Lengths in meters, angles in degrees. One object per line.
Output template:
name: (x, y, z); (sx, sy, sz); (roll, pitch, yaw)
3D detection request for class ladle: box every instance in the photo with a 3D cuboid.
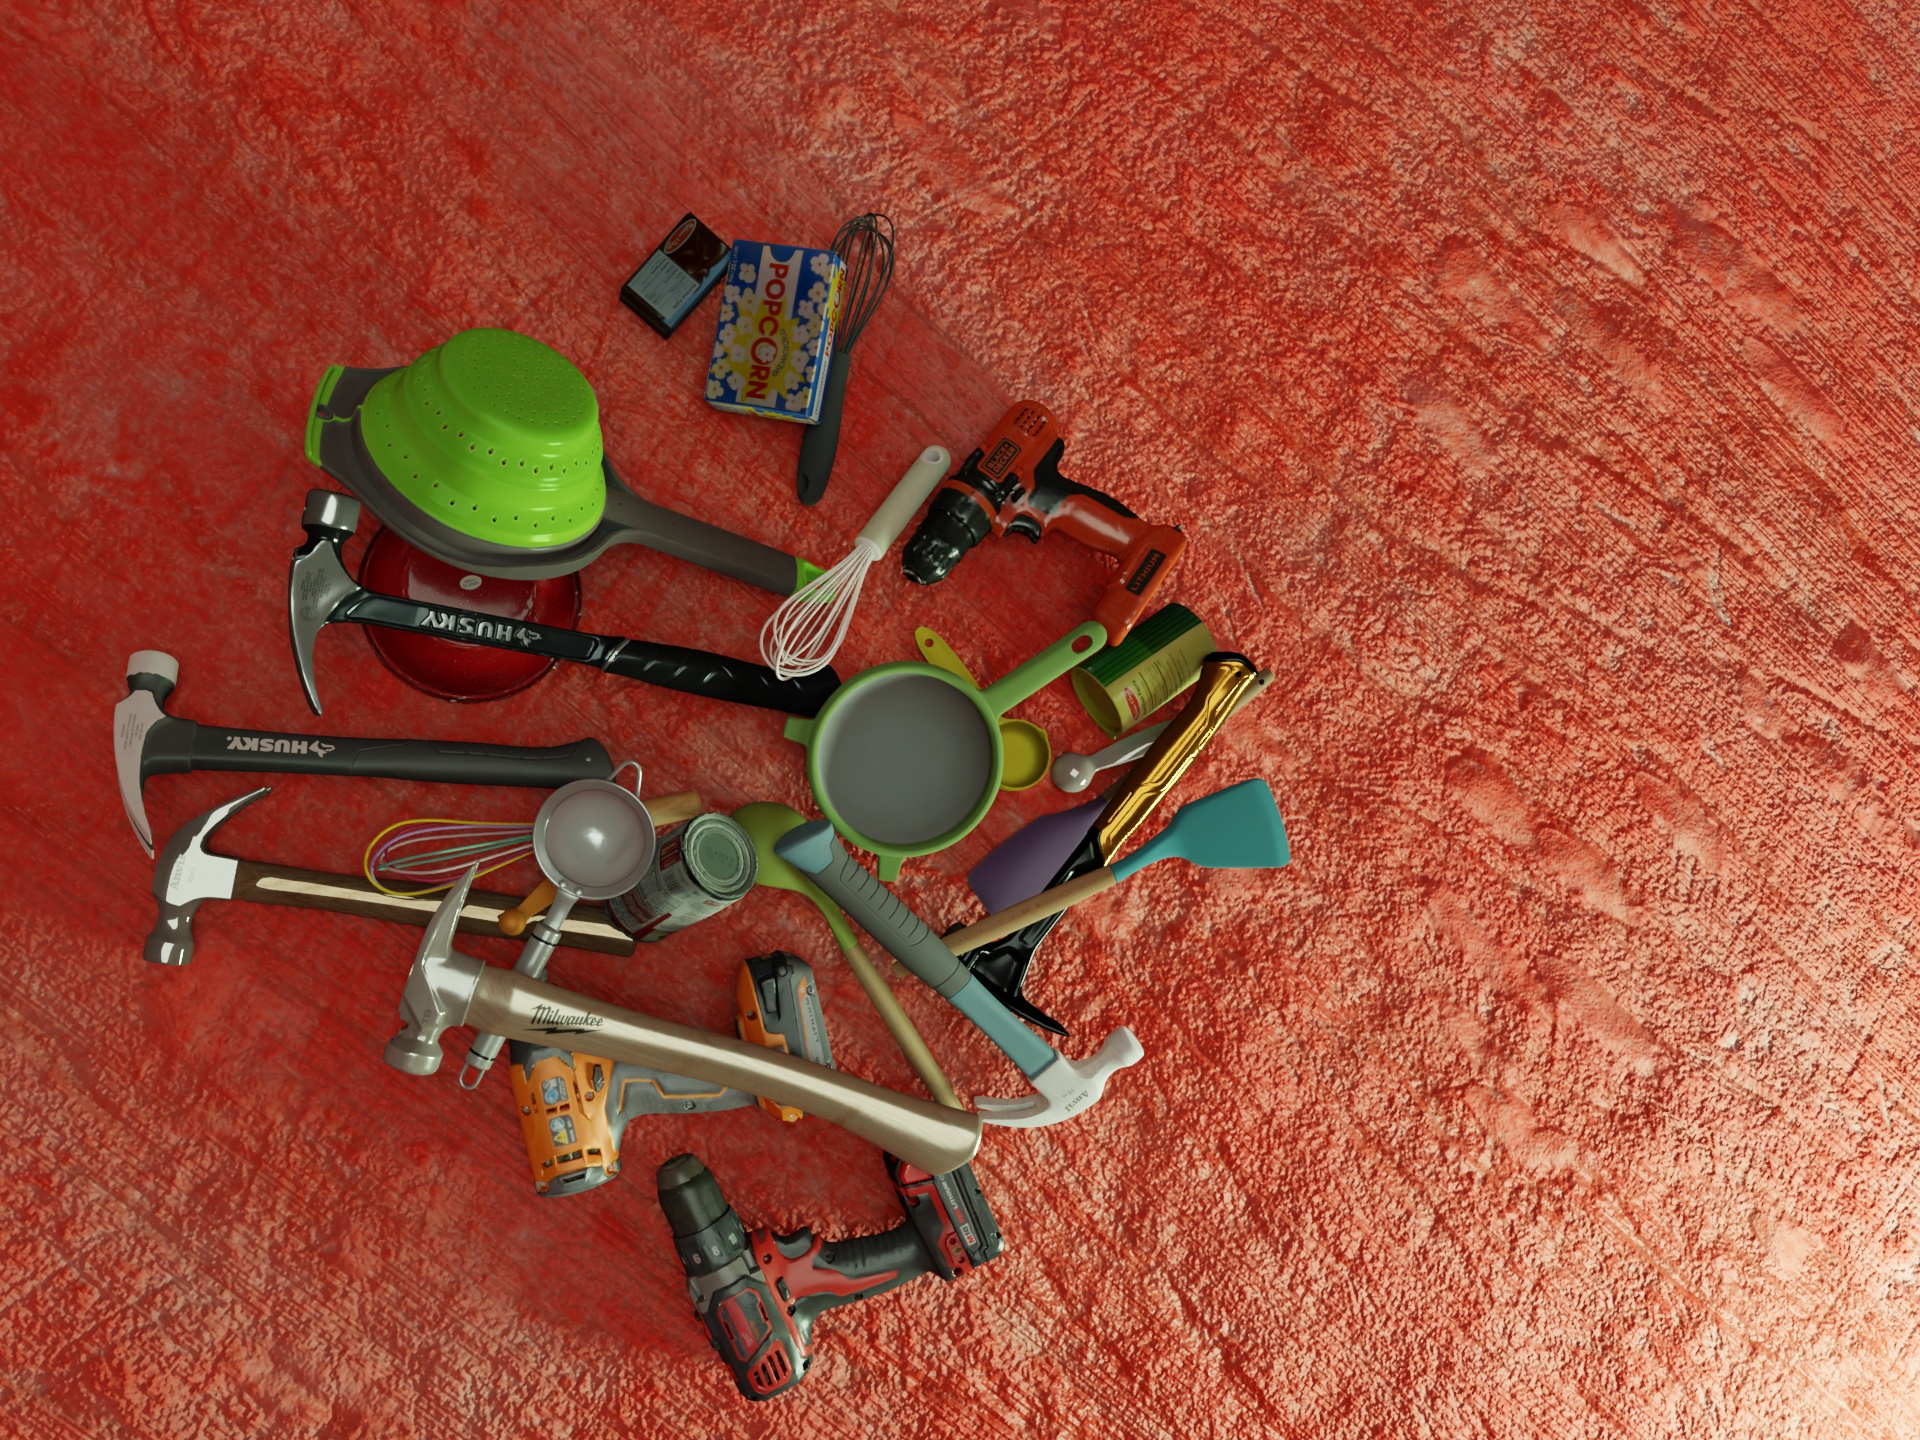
ladle: (-0.082, 0.198, 1.225); (0.062, 0.078, 0.320); (-24, 105, 27)

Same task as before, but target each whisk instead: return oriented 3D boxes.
whisk: (-0.075, -0.126, 1.223); (0.058, 0.059, 0.246); (26, 62, 15)
whisk: (-0.094, -0.285, 1.248); (0.055, 0.055, 0.239); (12, 88, -15)
whisk: (-0.303, 0.080, 1.149); (0.245, 0.051, 0.047); (-11, 71, -29)

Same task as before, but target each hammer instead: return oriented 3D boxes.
hammer: (-0.011, 0.190, 1.200); (0.128, 0.033, 0.330); (-42, 110, 7)
hammer: (-0.268, -0.046, 1.143); (0.408, 0.036, 0.149); (11, 86, -28)
hammer: (-0.398, 0.128, 1.144); (0.331, 0.031, 0.130); (10, 84, -15)
hammer: (0.129, 0.088, 1.263); (0.127, 0.034, 0.337); (38, 89, -10)
hammer: (-0.413, 0.031, 1.124); (0.334, 0.035, 0.146); (4, 57, -20)
hammer: (-0.177, 0.225, 1.109); (0.410, 0.038, 0.146); (19, 90, -10)

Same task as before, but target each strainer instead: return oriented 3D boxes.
strainer: (-0.289, 0.143, 1.121); (0.087, 0.050, 0.258); (28, 87, -3)
strainer: (-0.002, -0.004, 1.229); (0.256, 0.069, 0.151); (-34, 103, -4)

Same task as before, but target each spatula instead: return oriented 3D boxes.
spatula: (0.140, 0.054, 1.307); (0.316, 0.018, 0.059); (-38, 98, -13)
spatula: (0.096, 0.132, 1.222); (0.317, 0.044, 0.082); (-24, 115, -4)

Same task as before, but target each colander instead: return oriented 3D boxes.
colander: (-0.249, -0.179, 1.136); (0.396, 0.094, 0.205); (18, 42, -27)

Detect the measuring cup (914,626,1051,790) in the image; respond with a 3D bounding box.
measuring cup: (0.012, -0.010, 1.277); (0.062, 0.029, 0.156); (-36, 85, -13)

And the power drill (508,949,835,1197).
power drill: (-0.215, 0.238, 1.166); (0.226, 0.084, 0.164); (-14, 90, -12)

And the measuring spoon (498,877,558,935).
measuring spoon: (-0.290, 0.115, 1.160); (0.021, 0.011, 0.117); (45, 53, 2)

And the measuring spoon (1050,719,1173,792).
measuring spoon: (0.132, 0.023, 1.296); (0.124, 0.018, 0.034); (-22, 71, -10)

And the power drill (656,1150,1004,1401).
power drill: (-0.102, 0.375, 1.192); (0.226, 0.080, 0.188); (-25, 93, -13)
